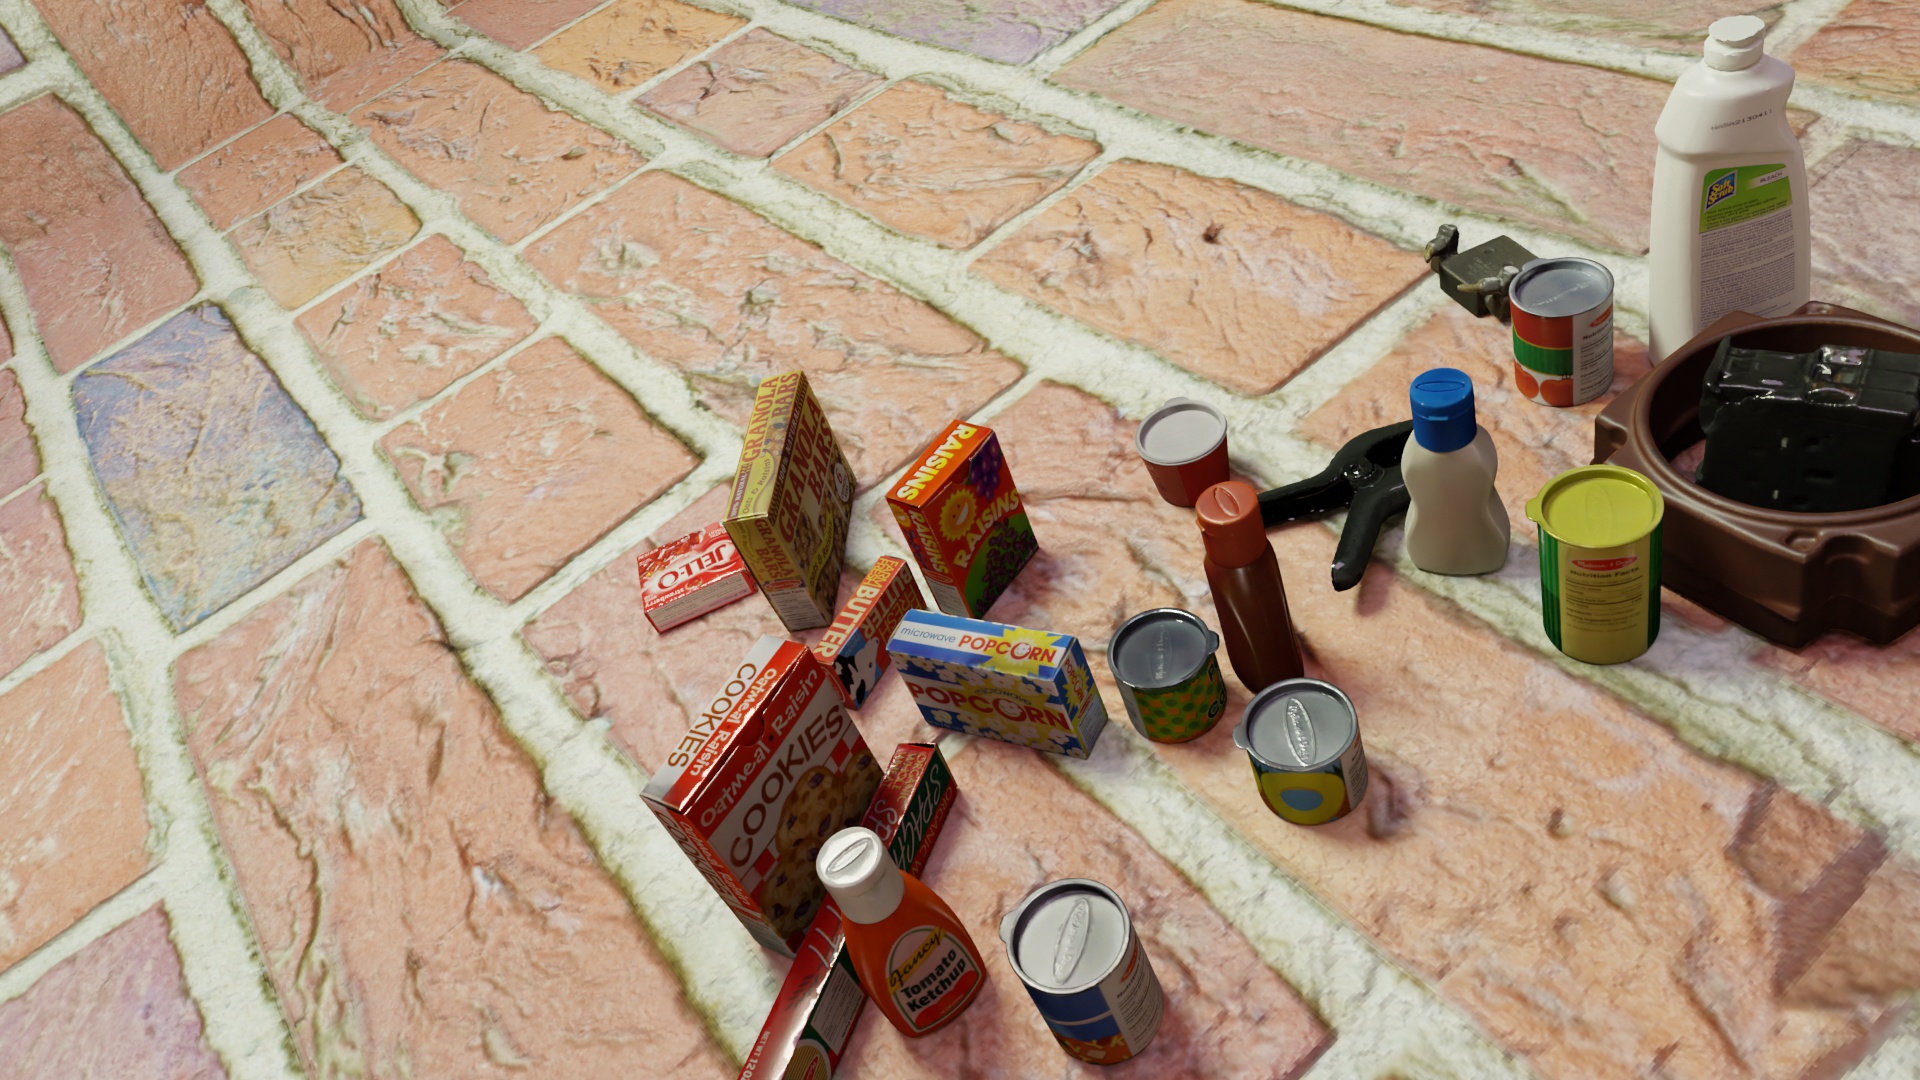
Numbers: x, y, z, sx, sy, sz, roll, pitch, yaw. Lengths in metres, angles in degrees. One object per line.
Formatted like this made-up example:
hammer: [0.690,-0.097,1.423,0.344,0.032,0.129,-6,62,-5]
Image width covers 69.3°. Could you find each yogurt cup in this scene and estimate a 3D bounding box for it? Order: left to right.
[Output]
yogurt cup: [0.167,-0.062,1.024,0.072,0.053,0.073,-13,42,12]

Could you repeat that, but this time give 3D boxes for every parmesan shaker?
parmesan shaker: [0.370,0.015,0.812,0.071,0.102,0.072,-13,42,12]

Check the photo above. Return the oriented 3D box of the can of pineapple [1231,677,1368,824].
can of pineapple: [0.199,0.123,0.811,0.071,0.057,0.071,-13,42,12]

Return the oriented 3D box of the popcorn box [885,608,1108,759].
popcorn box: [0.023,0.092,0.903,0.127,0.085,0.038,8,50,31]

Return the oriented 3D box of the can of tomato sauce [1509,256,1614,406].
can of tomato sauce: [0.421,-0.146,0.974,0.071,0.082,0.071,-13,42,12]

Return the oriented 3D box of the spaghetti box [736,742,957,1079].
spaghetti box: [-0.064,0.232,0.822,0.028,0.050,0.251,4,48,28]

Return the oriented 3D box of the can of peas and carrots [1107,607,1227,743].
can of peas and carrots: [0.134,0.085,0.880,0.071,0.058,0.071,-13,42,12]

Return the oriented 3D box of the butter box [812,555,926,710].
butter box: [-0.065,0.065,0.997,0.024,0.053,0.104,10,51,33]

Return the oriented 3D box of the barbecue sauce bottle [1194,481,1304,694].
barbecue sauce bottle: [0.176,0.028,0.853,0.044,0.148,0.065,-23,41,1]

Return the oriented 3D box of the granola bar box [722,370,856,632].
granola bar box: [-0.129,-0.031,1.073,0.039,0.123,0.166,-10,43,15]

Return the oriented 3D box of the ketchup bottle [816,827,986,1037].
ketchup bottle: [-0.035,0.211,0.757,0.065,0.148,0.043,-37,43,-15]

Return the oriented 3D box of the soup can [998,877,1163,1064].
soup can: [0.065,0.230,0.740,0.071,0.083,0.072,-13,42,12]

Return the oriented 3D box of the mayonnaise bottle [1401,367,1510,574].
mayonnaise bottle: [0.306,-0.041,0.866,0.065,0.147,0.041,1,47,26]

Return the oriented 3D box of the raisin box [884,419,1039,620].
raisin box: [0.004,-0.012,0.994,0.040,0.123,0.086,19,57,38]

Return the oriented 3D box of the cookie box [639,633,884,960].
cookie box: [-0.106,0.156,0.833,0.040,0.166,0.123,11,52,34]
